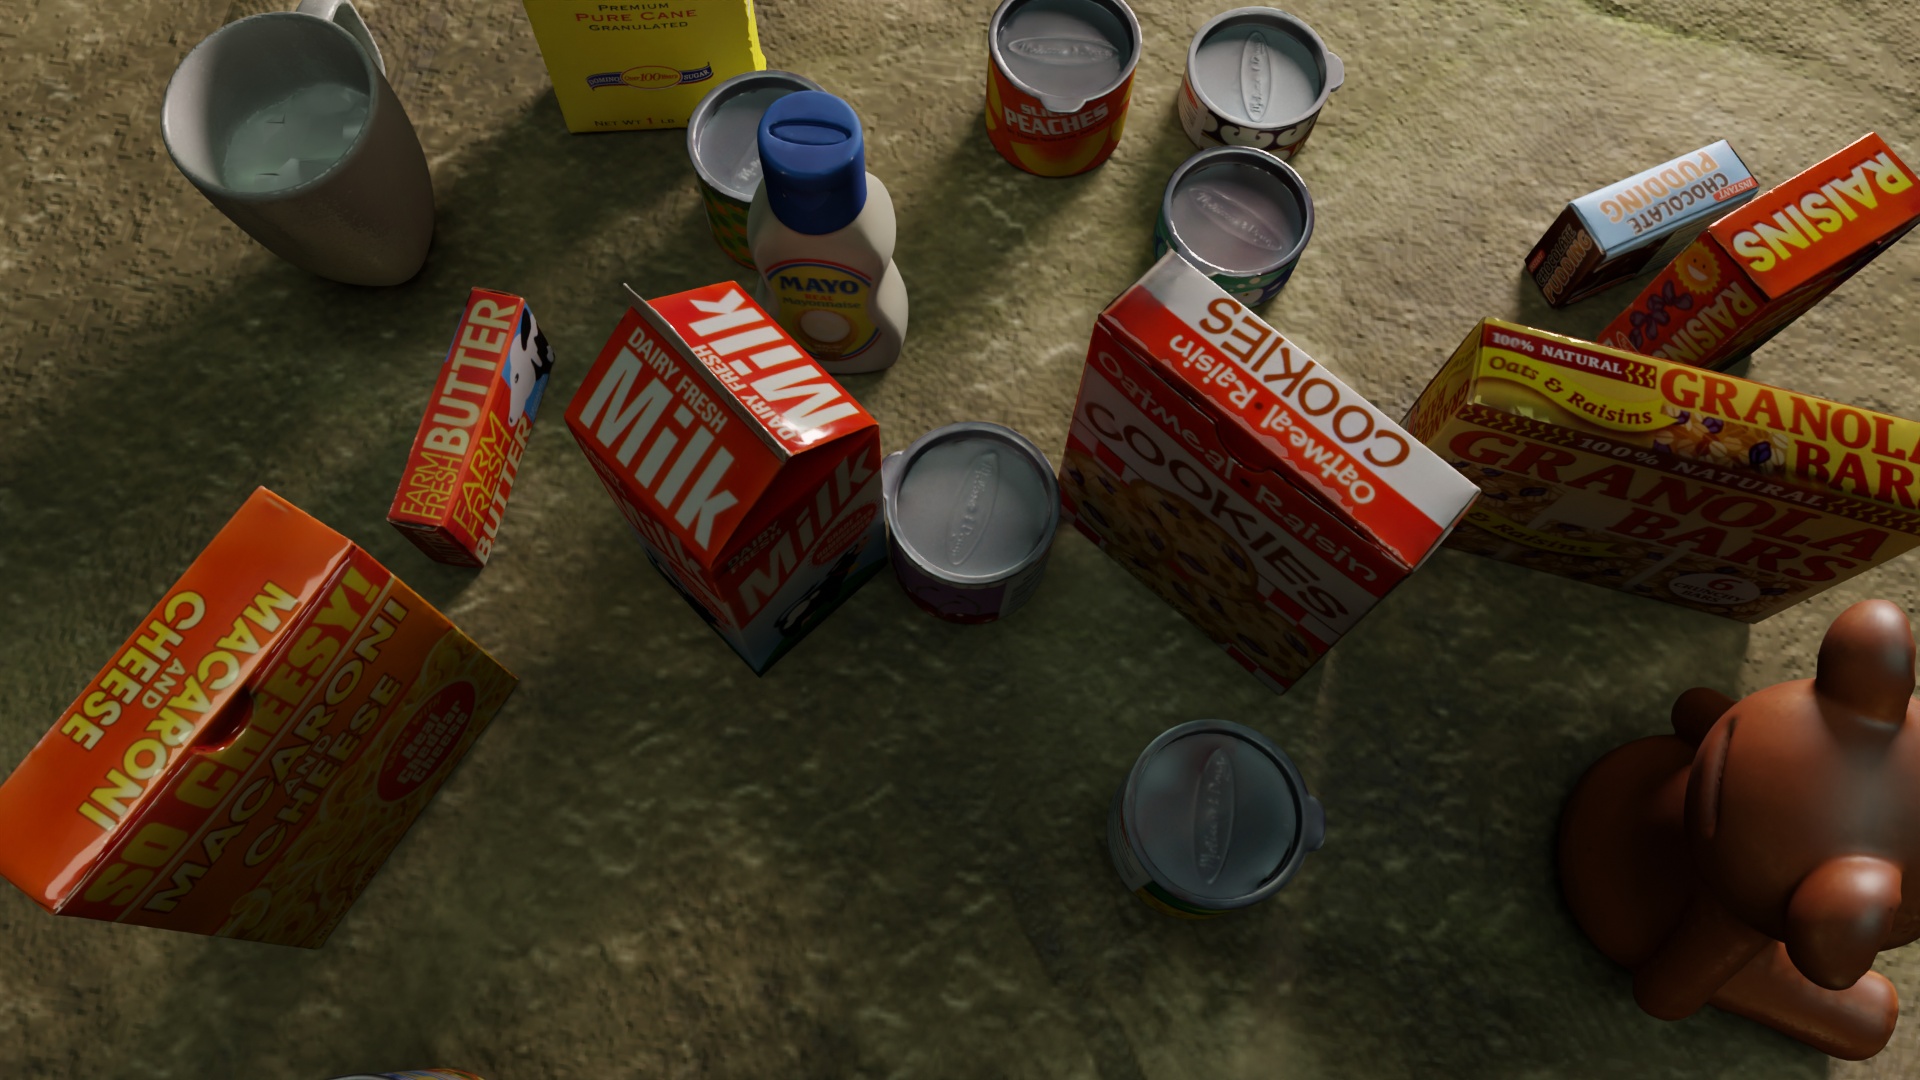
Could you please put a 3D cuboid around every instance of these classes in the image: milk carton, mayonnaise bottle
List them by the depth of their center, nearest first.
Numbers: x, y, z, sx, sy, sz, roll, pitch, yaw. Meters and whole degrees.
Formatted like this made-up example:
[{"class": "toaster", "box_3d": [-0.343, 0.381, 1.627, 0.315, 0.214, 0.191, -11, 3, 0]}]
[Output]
[{"class": "milk carton", "box_3d": [-0.076, -0.021, 0.482, 0.073, 0.190, 0.072, -42, 77, -14]}, {"class": "mayonnaise bottle", "box_3d": [-0.053, -0.114, 0.538, 0.065, 0.147, 0.041, 4, 71, 0]}]

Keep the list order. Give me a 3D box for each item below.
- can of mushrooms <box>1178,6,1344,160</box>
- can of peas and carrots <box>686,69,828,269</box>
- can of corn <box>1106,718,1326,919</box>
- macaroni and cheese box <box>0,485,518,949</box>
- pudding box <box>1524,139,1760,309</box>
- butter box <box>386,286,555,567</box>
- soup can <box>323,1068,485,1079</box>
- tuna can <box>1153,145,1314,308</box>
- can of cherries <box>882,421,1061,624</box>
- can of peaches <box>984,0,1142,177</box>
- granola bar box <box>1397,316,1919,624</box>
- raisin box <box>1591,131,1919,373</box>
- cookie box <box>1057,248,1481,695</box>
[{"class": "can of mushrooms", "box_3d": [0.137, -0.207, 0.637, 0.071, 0.033, 0.071, 1, 70, -1]}, {"class": "can of peas and carrots", "box_3d": [-0.079, -0.157, 0.601, 0.071, 0.058, 0.071, 0, 71, -1]}, {"class": "can of corn", "box_3d": [0.092, 0.105, 0.512, 0.071, 0.058, 0.071, 0, 71, -1]}, {"class": "macaroni and cheese box", "box_3d": [-0.220, 0.068, 0.460, 0.040, 0.166, 0.124, 30, 73, 9]}, {"class": "pudding box", "box_3d": [0.298, -0.138, 0.609, 0.084, 0.049, 0.030, -23, 73, -9]}, {"class": "butter box", "box_3d": [-0.195, -0.044, 0.560, 0.024, 0.053, 0.104, 11, 71, 3]}, {"class": "soup can", "box_3d": [-0.183, 0.207, 0.455, 0.071, 0.083, 0.071, 0, 71, -1]}, {"class": "tuna can", "box_3d": [0.118, -0.135, 0.612, 0.071, 0.032, 0.071, 1, 70, -1]}, {"class": "can of cherries", "box_3d": [0.002, -0.007, 0.549, 0.071, 0.058, 0.071, 0, 71, -1]}, {"class": "can of peaches", "box_3d": [0.044, -0.204, 0.621, 0.071, 0.058, 0.071, 0, 71, -1]}, {"class": "granola bar box", "box_3d": [0.254, -0.023, 0.527, 0.166, 0.123, 0.039, 15, 71, 4]}, {"class": "raisin box", "box_3d": [0.309, -0.097, 0.555, 0.086, 0.123, 0.040, -29, 74, -11]}, {"class": "cookie box", "box_3d": [0.096, -0.014, 0.497, 0.123, 0.167, 0.040, 41, 75, 12]}]
